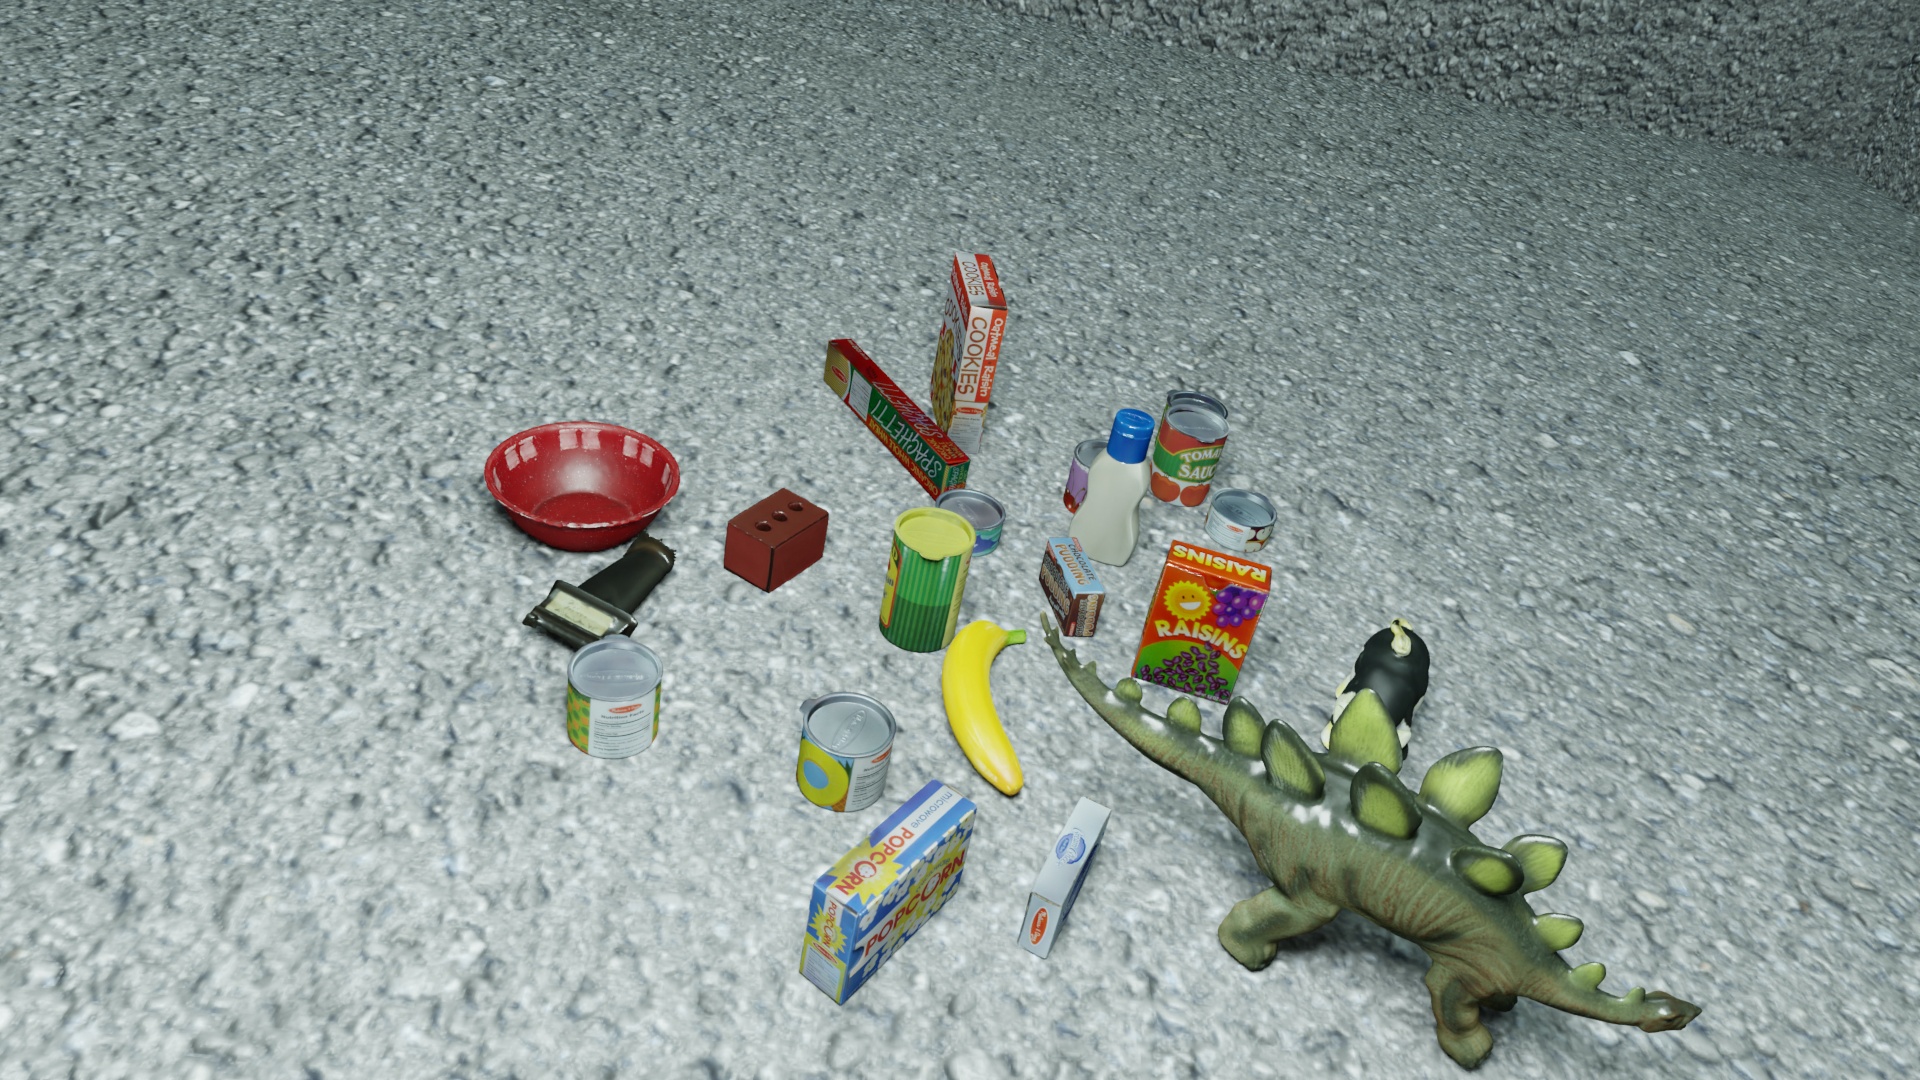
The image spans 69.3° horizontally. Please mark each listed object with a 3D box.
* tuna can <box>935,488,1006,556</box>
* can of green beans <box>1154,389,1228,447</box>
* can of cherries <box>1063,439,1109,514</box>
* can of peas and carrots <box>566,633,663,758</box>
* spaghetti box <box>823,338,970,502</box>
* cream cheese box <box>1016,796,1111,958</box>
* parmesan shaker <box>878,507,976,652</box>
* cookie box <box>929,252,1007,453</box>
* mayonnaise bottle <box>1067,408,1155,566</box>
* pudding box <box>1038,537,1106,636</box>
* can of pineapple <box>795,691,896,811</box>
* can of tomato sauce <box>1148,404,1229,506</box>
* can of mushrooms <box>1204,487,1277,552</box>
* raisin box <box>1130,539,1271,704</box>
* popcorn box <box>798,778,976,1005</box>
[{"bbox_3d":[0.005,-0.016,1.280,0.071,0.032,0.071,8,35,-6],"label":"tuna can"},{"bbox_3d":[0.245,-0.118,1.478,0.071,0.057,0.071,8,34,-6],"label":"can of green beans"},{"bbox_3d":[0.138,-0.056,1.355,0.071,0.058,0.072,8,34,-6],"label":"can of cherries"},{"bbox_3d":[-0.249,0.112,0.997,0.071,0.058,0.071,8,34,-6],"label":"can of peas and carrots"},{"bbox_3d":[-0.068,-0.123,1.395,0.029,0.049,0.251,-12,41,-31],"label":"spaghetti box"},{"bbox_3d":[0.070,0.226,0.937,0.024,0.053,0.104,22,36,14],"label":"cream cheese box"},{"bbox_3d":[-0.029,0.035,1.135,0.071,0.102,0.072,8,34,-6],"label":"parmesan shaker"},{"bbox_3d":[0.007,-0.191,1.413,0.040,0.166,0.123,4,35,-12],"label":"cookie box"},{"bbox_3d":[0.143,-0.049,1.268,0.065,0.147,0.041,20,35,12],"label":"mayonnaise bottle"},{"bbox_3d":[0.097,0.039,1.214,0.030,0.049,0.084,0,36,-17],"label":"pudding box"},{"bbox_3d":[-0.084,0.150,0.993,0.071,0.057,0.071,8,34,-6],"label":"can of pineapple"},{"bbox_3d":[0.229,-0.084,1.402,0.071,0.082,0.071,8,34,-6],"label":"can of tomato sauce"},{"bbox_3d":[0.277,-0.021,1.370,0.071,0.033,0.071,8,35,-6],"label":"can of mushrooms"},{"bbox_3d":[0.196,0.068,1.139,0.086,0.122,0.040,17,34,7],"label":"raisin box"},{"bbox_3d":[-0.045,0.220,0.881,0.038,0.084,0.127,29,38,23],"label":"popcorn box"}]
